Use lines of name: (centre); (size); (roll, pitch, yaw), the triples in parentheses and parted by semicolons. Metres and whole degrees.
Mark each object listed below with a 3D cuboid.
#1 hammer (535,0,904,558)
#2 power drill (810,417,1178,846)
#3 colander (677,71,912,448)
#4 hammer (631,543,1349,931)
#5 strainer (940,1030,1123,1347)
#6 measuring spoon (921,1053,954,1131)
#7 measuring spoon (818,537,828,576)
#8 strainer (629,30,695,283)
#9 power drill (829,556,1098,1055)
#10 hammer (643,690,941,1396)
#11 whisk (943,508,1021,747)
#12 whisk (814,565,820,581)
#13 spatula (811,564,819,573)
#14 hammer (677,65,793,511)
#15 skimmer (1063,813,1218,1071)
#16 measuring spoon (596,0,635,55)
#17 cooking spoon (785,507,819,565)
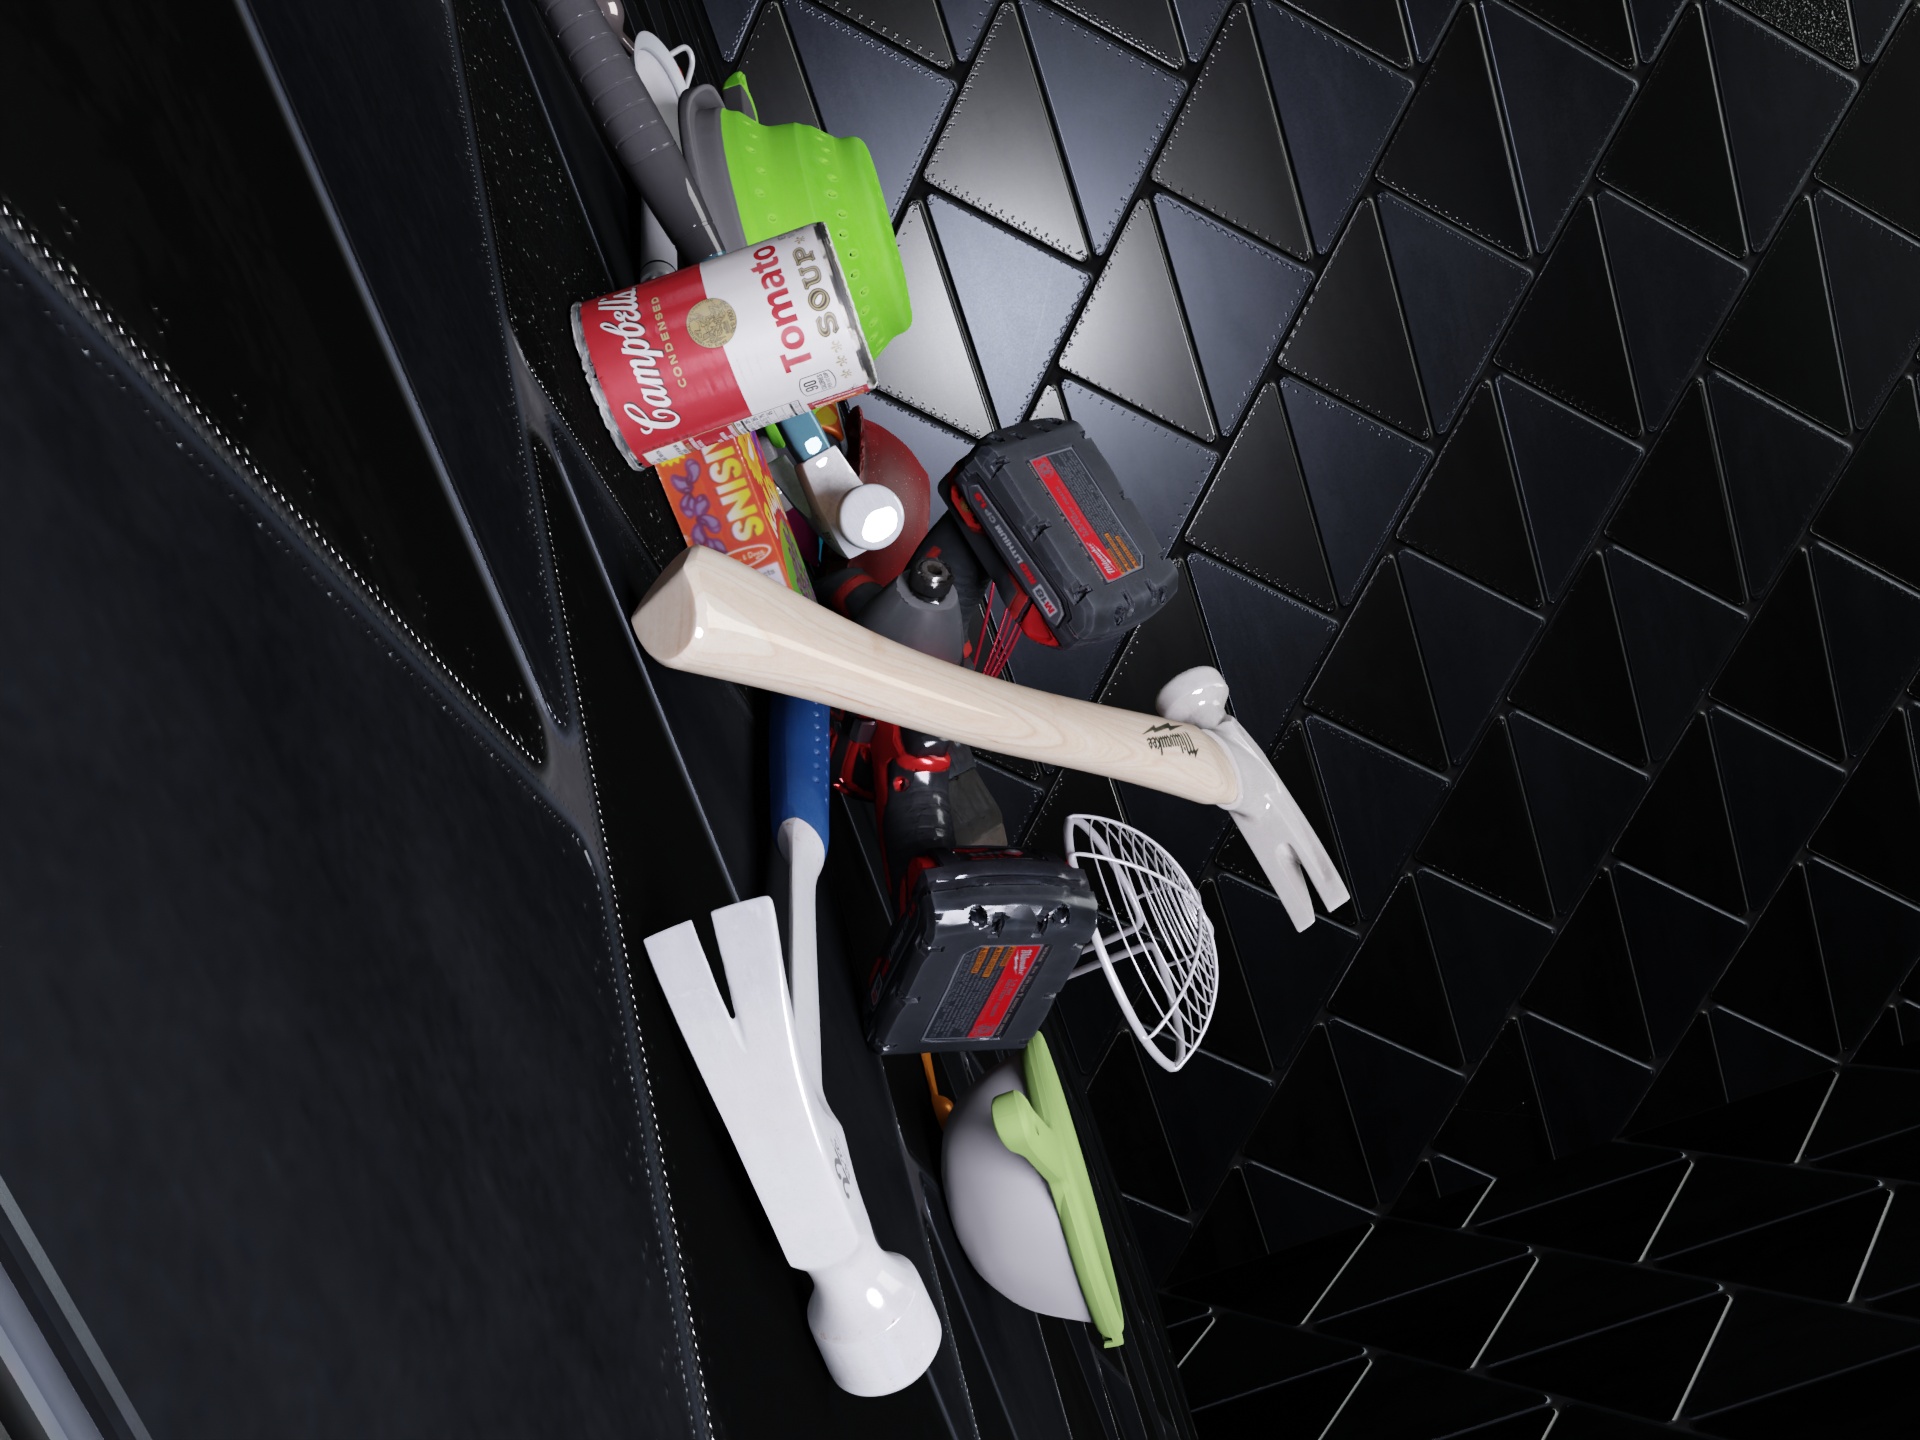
hammer: (-0.123, -0.226, 0.739); (0.331, 0.033, 0.128); (61, -9, -10)
power drill: (0.011, -0.033, 0.854); (0.080, 0.226, 0.188); (-26, 81, -45)
colander: (-0.095, -0.320, 0.968); (0.398, 0.094, 0.204); (-101, 175, -48)
hammer: (0.034, 0.008, 0.666); (0.410, 0.038, 0.146); (15, 41, -51)
strainer: (0.020, 0.214, 0.741); (0.256, 0.069, 0.152); (66, 8, -64)
measuring spoon: (-0.017, 0.180, 0.889); (0.117, 0.011, 0.021); (-107, 177, -52)
measuring spoon: (-0.095, -0.098, 1.150); (0.042, 0.021, 0.129); (-14, 82, -47)
strainer: (-0.169, -0.302, 0.879); (0.086, 0.050, 0.259); (63, 13, -47)
power drill: (-0.014, 0.034, 0.748); (0.143, 0.078, 0.220); (113, -30, -41)
hammer: (-0.060, 0.047, 0.593); (0.406, 0.035, 0.144); (-105, 175, -67)
whisk: (-0.002, -0.003, 1.005); (0.073, 0.073, 0.295); (-104, -157, -69)
whisk: (-0.045, 0.010, 1.204); (0.070, 0.070, 0.284); (-102, 168, -76)
spatula: (-0.096, -0.096, 1.230); (0.315, 0.018, 0.060); (68, 9, -45)
hammer: (-0.167, -0.302, 0.989); (0.149, 0.036, 0.359); (68, 4, -58)
skimmer: (0.034, 0.141, 0.860); (0.127, 0.090, 0.363); (68, -26, 9)
measuring spoon: (-0.193, -0.422, 1.012); (0.124, 0.018, 0.034); (38, 24, -42)
cooking spoon: (-0.150, -0.241, 1.120); (0.068, 0.017, 0.319); (34, 33, -59)
